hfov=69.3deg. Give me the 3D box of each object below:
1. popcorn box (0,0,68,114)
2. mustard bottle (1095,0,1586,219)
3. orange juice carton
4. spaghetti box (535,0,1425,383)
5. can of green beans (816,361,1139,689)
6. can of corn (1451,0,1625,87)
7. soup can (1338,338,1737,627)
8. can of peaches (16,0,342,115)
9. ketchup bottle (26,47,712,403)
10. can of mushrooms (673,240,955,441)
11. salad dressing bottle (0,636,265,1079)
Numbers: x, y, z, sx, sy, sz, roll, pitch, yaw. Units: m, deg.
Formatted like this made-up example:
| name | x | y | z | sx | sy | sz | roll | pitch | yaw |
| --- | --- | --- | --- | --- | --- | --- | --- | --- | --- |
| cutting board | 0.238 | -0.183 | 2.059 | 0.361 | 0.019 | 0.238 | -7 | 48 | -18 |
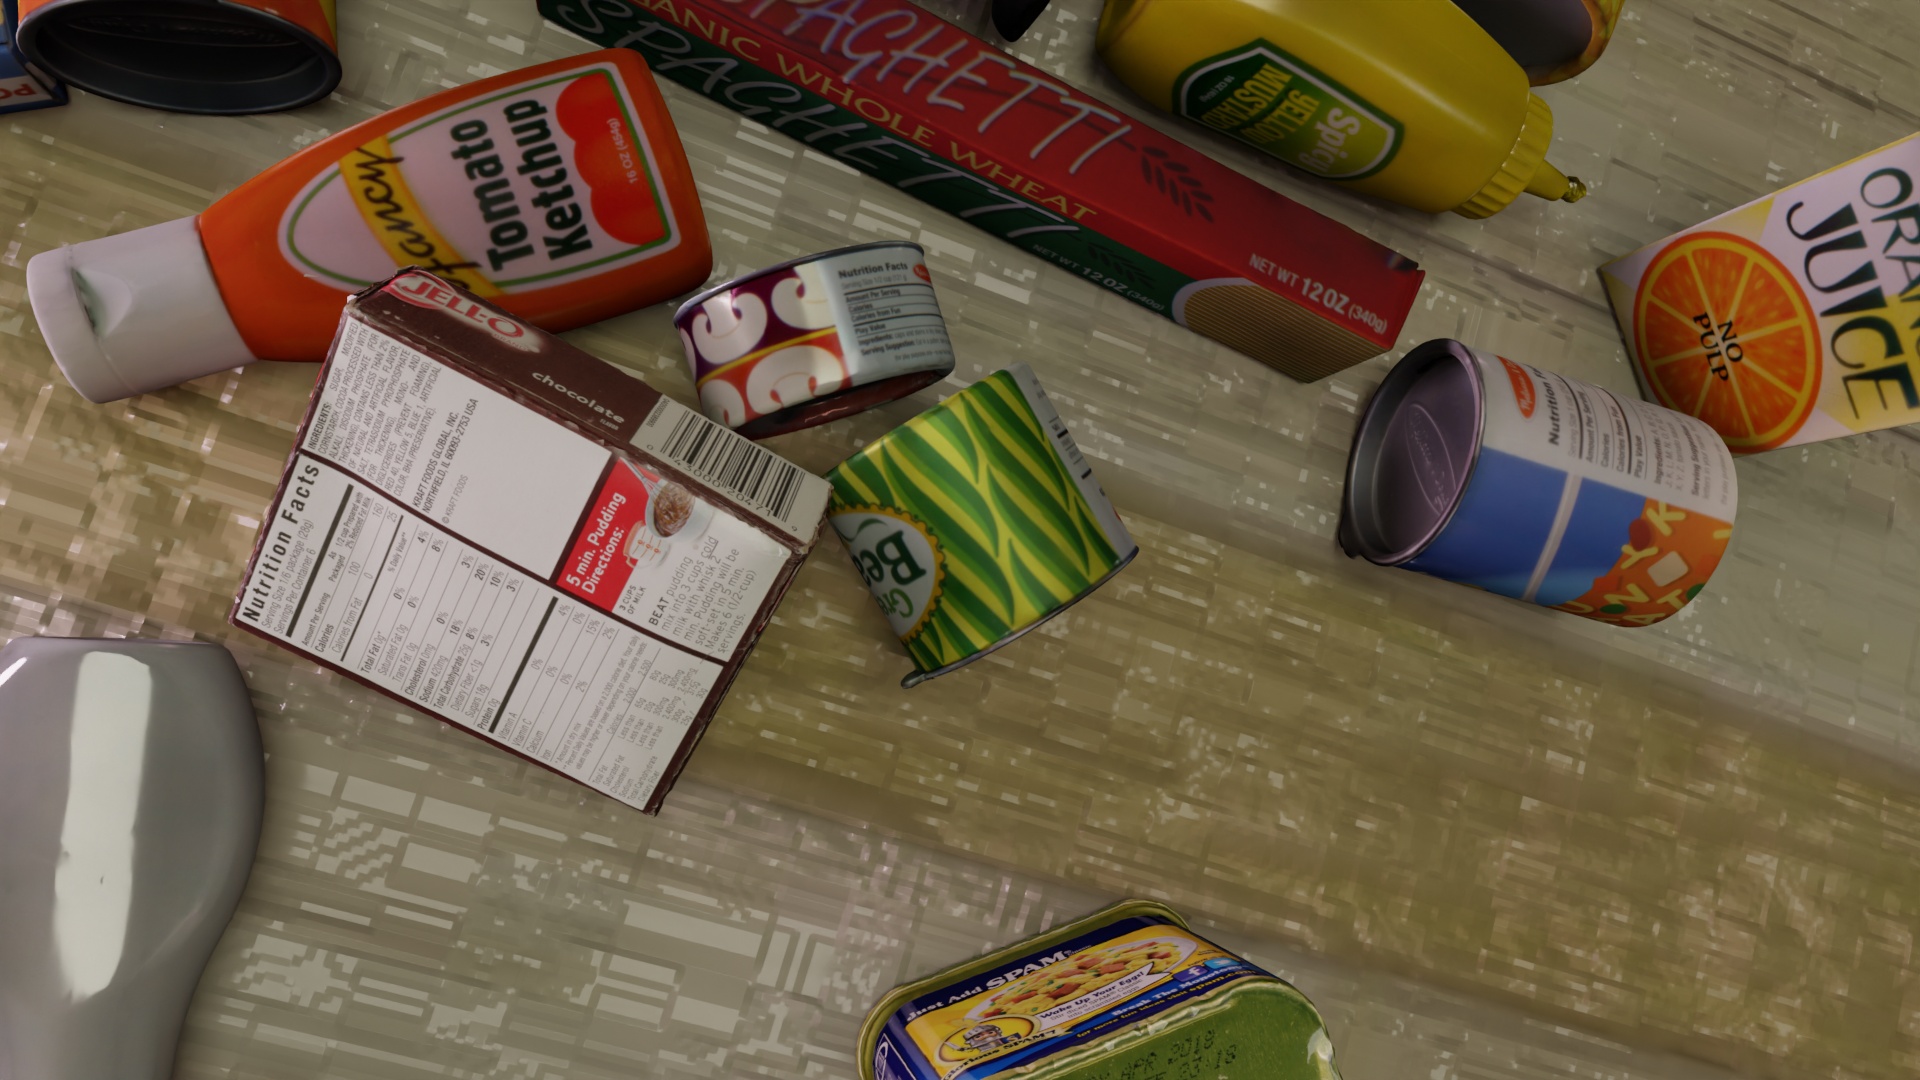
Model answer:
| name | x | y | z | sx | sy | sz | roll | pitch | yaw |
| --- | --- | --- | --- | --- | --- | --- | --- | --- | --- |
| popcorn box | -0.271 | -0.159 | 0.320 | 0.085 | 0.038 | 0.126 | -14 | 89 | -14 |
| mustard bottle | 0.120 | -0.131 | 0.402 | 0.160 | 0.065 | 0.049 | 21 | 76 | -15 |
| orange juice carton | 0.271 | -0.075 | 0.366 | 0.072 | 0.192 | 0.073 | -19 | 89 | -14 |
| spaghetti box | 0.005 | -0.110 | 0.378 | 0.250 | 0.050 | 0.029 | 24 | 79 | -10 |
| can of green beans | 0.003 | -0.006 | 0.359 | 0.071 | 0.071 | 0.058 | -31 | 93 | -14 |
| can of corn | 0.172 | -0.178 | 0.416 | 0.071 | 0.071 | 0.058 | 27 | 80 | -10 |
| soup can | 0.164 | -0.014 | 0.402 | 0.084 | 0.071 | 0.071 | 15 | 82 | -13 |
| can of peaches | -0.181 | -0.140 | 0.324 | 0.071 | 0.071 | 0.058 | -4 | 85 | -14 |
| ketchup bottle | -0.141 | -0.072 | 0.342 | 0.149 | 0.043 | 0.064 | -20 | 90 | -14 |
| can of mushrooms | -0.038 | -0.049 | 0.355 | 0.071 | 0.071 | 0.033 | -18 | 91 | -15 |
| salad dressing bottle | -0.196 | 0.096 | 0.313 | 0.064 | 0.044 | 0.147 | 4 | 85 | -15 |
